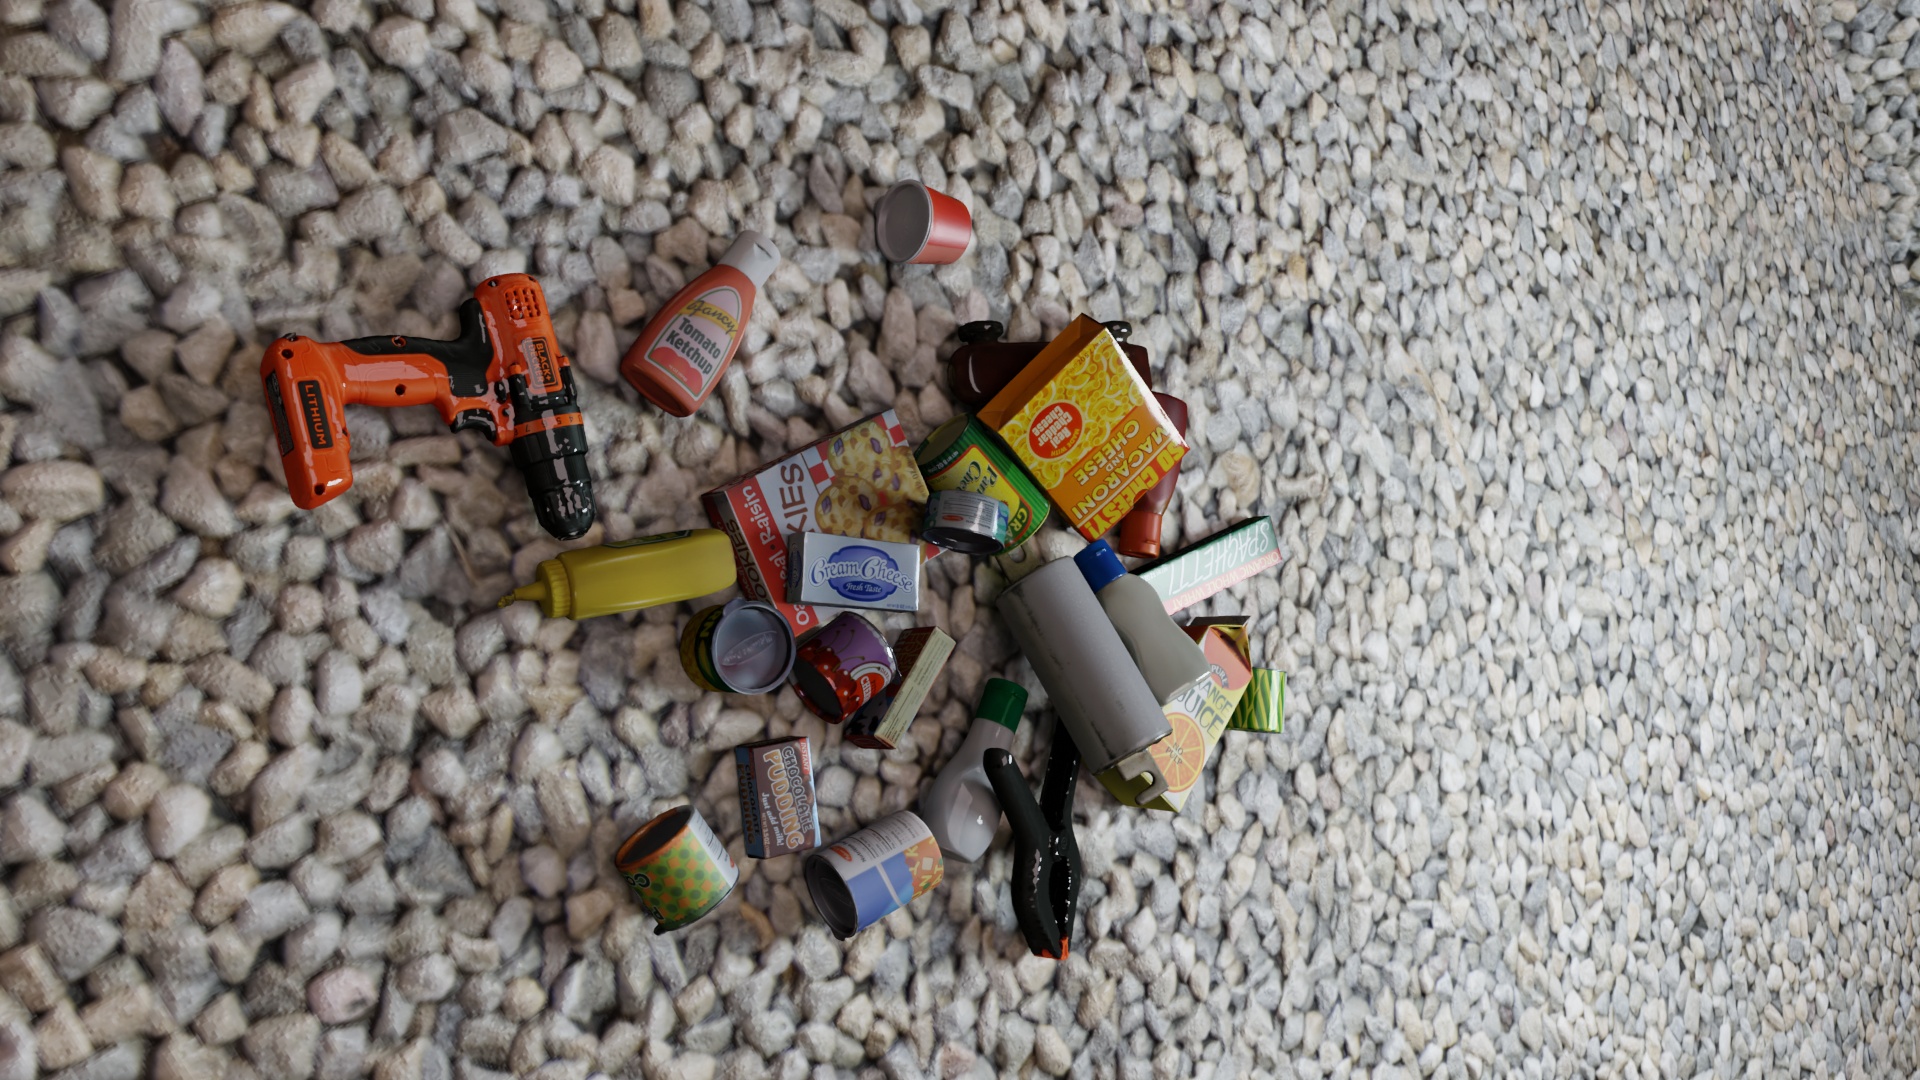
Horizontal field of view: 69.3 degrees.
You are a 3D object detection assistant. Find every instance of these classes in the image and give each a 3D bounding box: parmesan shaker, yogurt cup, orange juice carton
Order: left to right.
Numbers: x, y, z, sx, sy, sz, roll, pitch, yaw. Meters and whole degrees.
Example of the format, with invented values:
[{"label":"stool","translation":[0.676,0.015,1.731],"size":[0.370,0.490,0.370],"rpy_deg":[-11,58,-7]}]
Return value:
[{"label":"yogurt cup","translation":[-0.028,-0.256,1.133],"size":[0.054,0.072,0.072],"rpy_deg":[1,84,-43]},{"label":"parmesan shaker","translation":[0.014,-0.044,1.139],"size":[0.103,0.071,0.071],"rpy_deg":[47,61,-20]},{"label":"orange juice carton","translation":[0.193,0.141,1.241],"size":[0.073,0.071,0.193],"rpy_deg":[46,62,-23]}]

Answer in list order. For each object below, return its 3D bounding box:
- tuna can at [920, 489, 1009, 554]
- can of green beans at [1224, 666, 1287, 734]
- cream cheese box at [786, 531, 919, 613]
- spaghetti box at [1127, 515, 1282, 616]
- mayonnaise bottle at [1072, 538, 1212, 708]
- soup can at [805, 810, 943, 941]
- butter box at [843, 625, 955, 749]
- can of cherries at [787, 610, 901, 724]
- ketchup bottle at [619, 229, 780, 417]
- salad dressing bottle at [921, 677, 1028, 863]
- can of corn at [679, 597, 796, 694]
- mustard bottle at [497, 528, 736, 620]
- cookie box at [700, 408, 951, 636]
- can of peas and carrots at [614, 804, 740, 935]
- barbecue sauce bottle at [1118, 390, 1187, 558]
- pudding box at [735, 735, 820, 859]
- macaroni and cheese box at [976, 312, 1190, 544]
[{"label":"tuna can","translation":[0.004,-0.014,1.082],"size":[0.071,0.071,0.033],"rpy_deg":[20,72,-32]},{"label":"can of green beans","translation":[0.270,0.149,1.298],"size":[0.071,0.071,0.058],"rpy_deg":[12,79,-34]},{"label":"cream cheese box","translation":[-0.080,0.024,1.040],"size":[0.104,0.024,0.053],"rpy_deg":[7,80,-36]},{"label":"spaghetti box","translation":[0.206,0.035,1.288],"size":[0.251,0.028,0.050],"rpy_deg":[-22,98,-35]},{"label":"mayonnaise bottle","translation":[0.149,0.068,1.184],"size":[0.065,0.041,0.148],"rpy_deg":[-27,76,-24]},{"label":"soup can","translation":[-0.065,0.253,1.052],"size":[0.084,0.071,0.071],"rpy_deg":[-21,98,-35]},{"label":"butter box","translation":[-0.047,0.115,1.086],"size":[0.024,0.053,0.104],"rpy_deg":[41,63,-22]},{"label":"can of cherries","translation":[-0.089,0.097,1.047],"size":[0.059,0.071,0.071],"rpy_deg":[-37,106,-32]},{"label":"ketchup bottle","translation":[-0.186,-0.164,1.024],"size":[0.064,0.043,0.149],"rpy_deg":[42,63,-25]},{"label":"salad dressing bottle","translation":[0.015,0.185,1.129],"size":[0.064,0.044,0.148],"rpy_deg":[35,65,-29]},{"label":"can of corn","translation":[-0.163,0.076,1.005],"size":[0.071,0.058,0.071],"rpy_deg":[4,83,-35]},{"label":"mustard bottle","translation":[-0.237,0.025,0.956],"size":[0.161,0.065,0.048],"rpy_deg":[-11,96,-32]},{"label":"cookie box","translation":[-0.100,-0.014,1.070],"size":[0.168,0.040,0.122],"rpy_deg":[-30,103,-35]},{"label":"can of peas and carrots","translation":[-0.198,0.227,0.960],"size":[0.071,0.071,0.058],"rpy_deg":[-40,107,-31]},{"label":"barbecue sauce bottle","translation":[0.169,-0.059,1.263],"size":[0.065,0.043,0.148],"rpy_deg":[12,78,-26]},{"label":"pudding box","translation":[-0.135,0.190,1.030],"size":[0.050,0.030,0.083],"rpy_deg":[-5,88,-36]},{"label":"macaroni and cheese box","translation":[0.107,-0.090,1.169],"size":[0.124,0.040,0.166],"rpy_deg":[-44,130,-1]}]
